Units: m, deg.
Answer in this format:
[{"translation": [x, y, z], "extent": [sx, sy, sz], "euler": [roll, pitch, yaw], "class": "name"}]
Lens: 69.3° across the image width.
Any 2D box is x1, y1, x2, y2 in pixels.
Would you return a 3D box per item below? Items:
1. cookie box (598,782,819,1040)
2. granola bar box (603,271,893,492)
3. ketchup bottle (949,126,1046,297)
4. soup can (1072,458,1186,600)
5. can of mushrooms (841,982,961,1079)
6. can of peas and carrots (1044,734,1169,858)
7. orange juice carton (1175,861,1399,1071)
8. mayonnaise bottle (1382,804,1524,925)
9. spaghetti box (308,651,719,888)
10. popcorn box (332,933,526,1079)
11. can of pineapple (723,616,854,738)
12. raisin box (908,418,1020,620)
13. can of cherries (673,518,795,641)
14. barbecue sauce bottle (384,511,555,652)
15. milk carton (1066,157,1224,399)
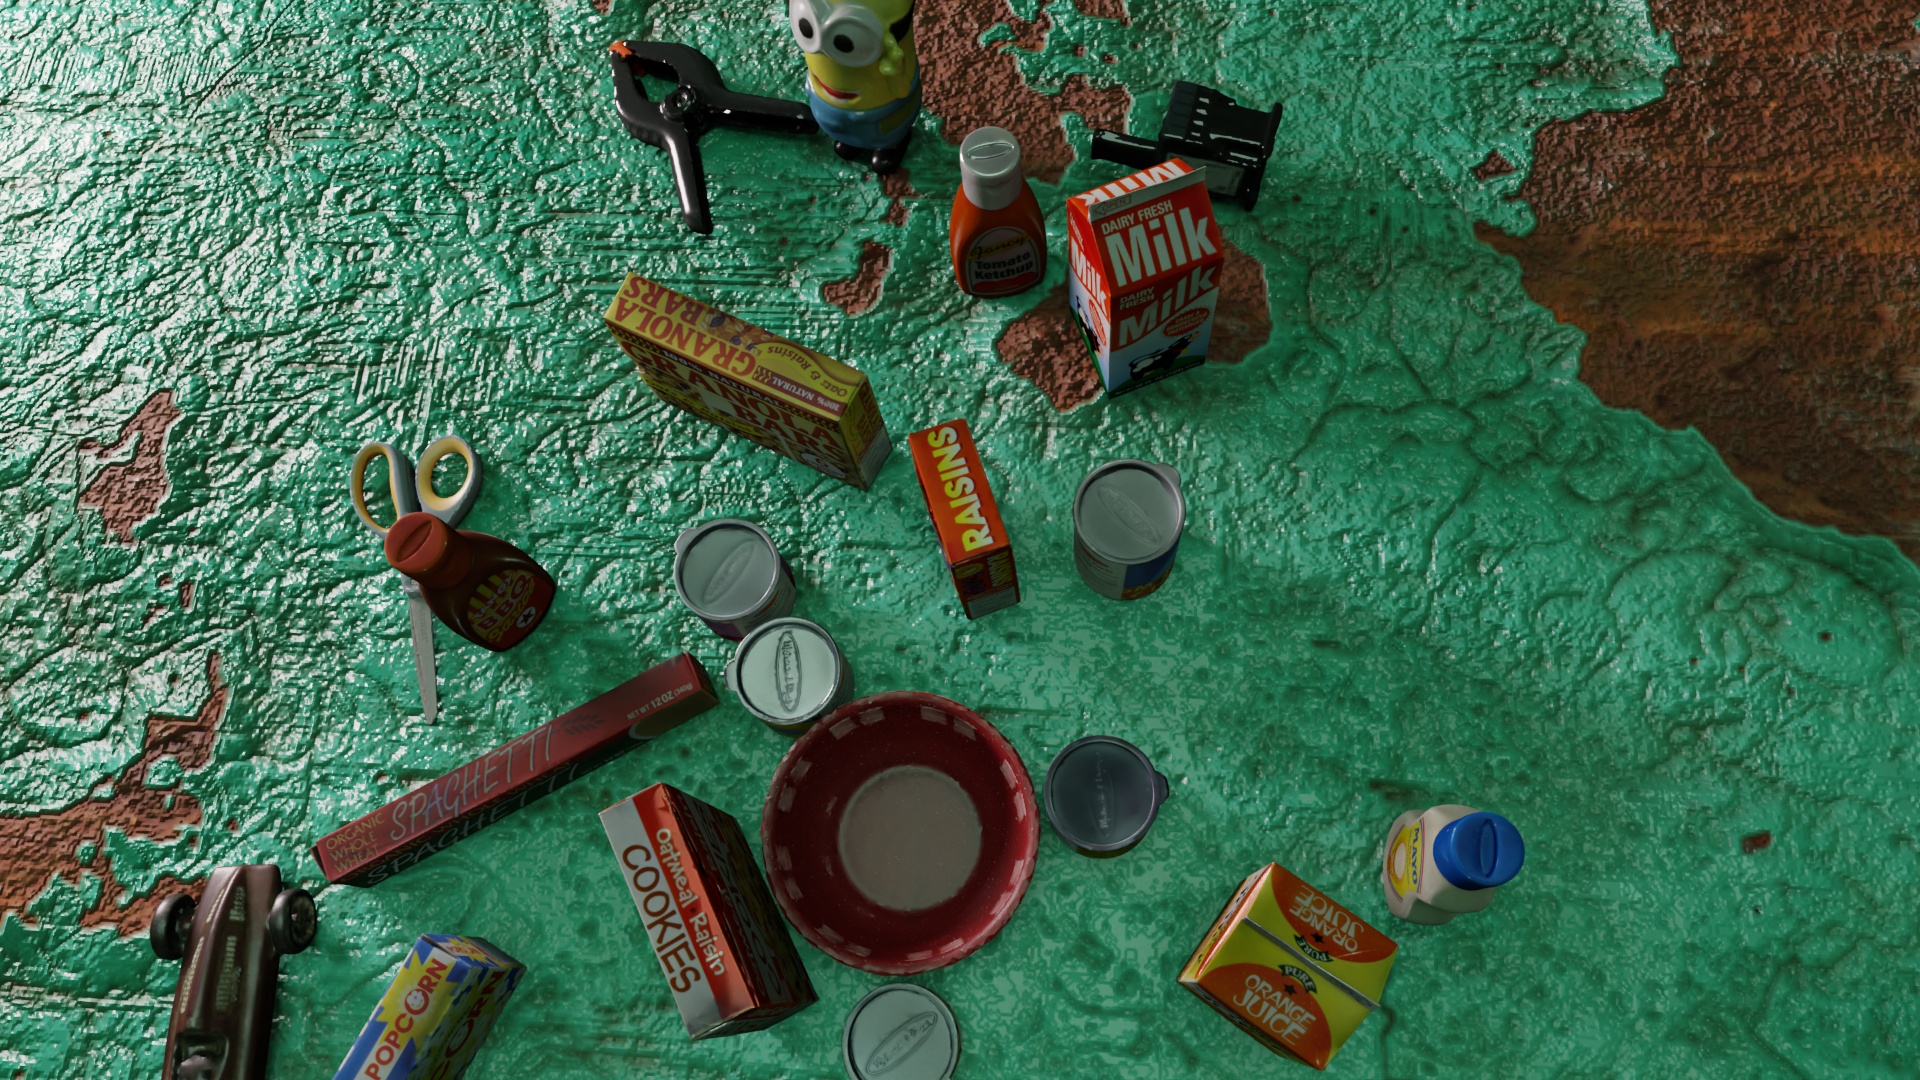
[{"translation": [-0.132, 0.204, 0.758], "extent": [0.040, 0.167, 0.123], "euler": [-27, 72, -4], "class": "cookie box"}, {"translation": [-0.131, -0.097, 0.880], "extent": [0.166, 0.124, 0.039], "euler": [24, 76, 12], "class": "granola bar box"}, {"translation": [0.022, -0.209, 0.893], "extent": [0.065, 0.148, 0.043], "euler": [-11, 72, 1], "class": "ketchup bottle"}, {"translation": [0.104, -0.007, 0.854], "extent": [0.071, 0.083, 0.071], "euler": [-1, 72, 4], "class": "soup can"}, {"translation": [-0.031, 0.289, 0.793], "extent": [0.071, 0.033, 0.071], "euler": [-1, 72, 4], "class": "can of mushrooms"}, {"translation": [0.085, 0.151, 0.816], "extent": [0.071, 0.058, 0.071], "euler": [-1, 72, 4], "class": "can of peas and carrots"}, {"translation": [0.166, 0.219, 0.717], "extent": [0.072, 0.192, 0.073], "euler": [34, 78, 14], "class": "orange juice carton"}, {"translation": [0.263, 0.172, 0.749], "extent": [0.041, 0.147, 0.065], "euler": [6, 73, 7], "class": "mayonnaise bottle"}, {"translation": [-0.269, 0.142, 0.851], "extent": [0.250, 0.050, 0.029], "euler": [-28, 72, -5], "class": "spaghetti box"}, {"translation": [-0.309, 0.290, 0.787], "extent": [0.038, 0.085, 0.127], "euler": [26, 76, 12], "class": "popcorn box"}, {"translation": [-0.103, 0.085, 0.853], "extent": [0.071, 0.057, 0.071], "euler": [-1, 72, 4], "class": "can of pineapple"}, {"translation": [0.003, -0.011, 0.842], "extent": [0.040, 0.123, 0.086], "euler": [-18, 72, -1], "class": "raisin box"}, {"translation": [-0.143, 0.024, 0.876], "extent": [0.071, 0.058, 0.071], "euler": [-1, 72, 4], "class": "can of cherries"}, {"translation": [-0.298, 0.022, 0.841], "extent": [0.044, 0.148, 0.065], "euler": [34, 78, 14], "class": "barbecue sauce bottle"}, {"translation": [0.111, -0.165, 0.849], "extent": [0.072, 0.190, 0.073], "euler": [-20, 72, -2], "class": "milk carton"}]
